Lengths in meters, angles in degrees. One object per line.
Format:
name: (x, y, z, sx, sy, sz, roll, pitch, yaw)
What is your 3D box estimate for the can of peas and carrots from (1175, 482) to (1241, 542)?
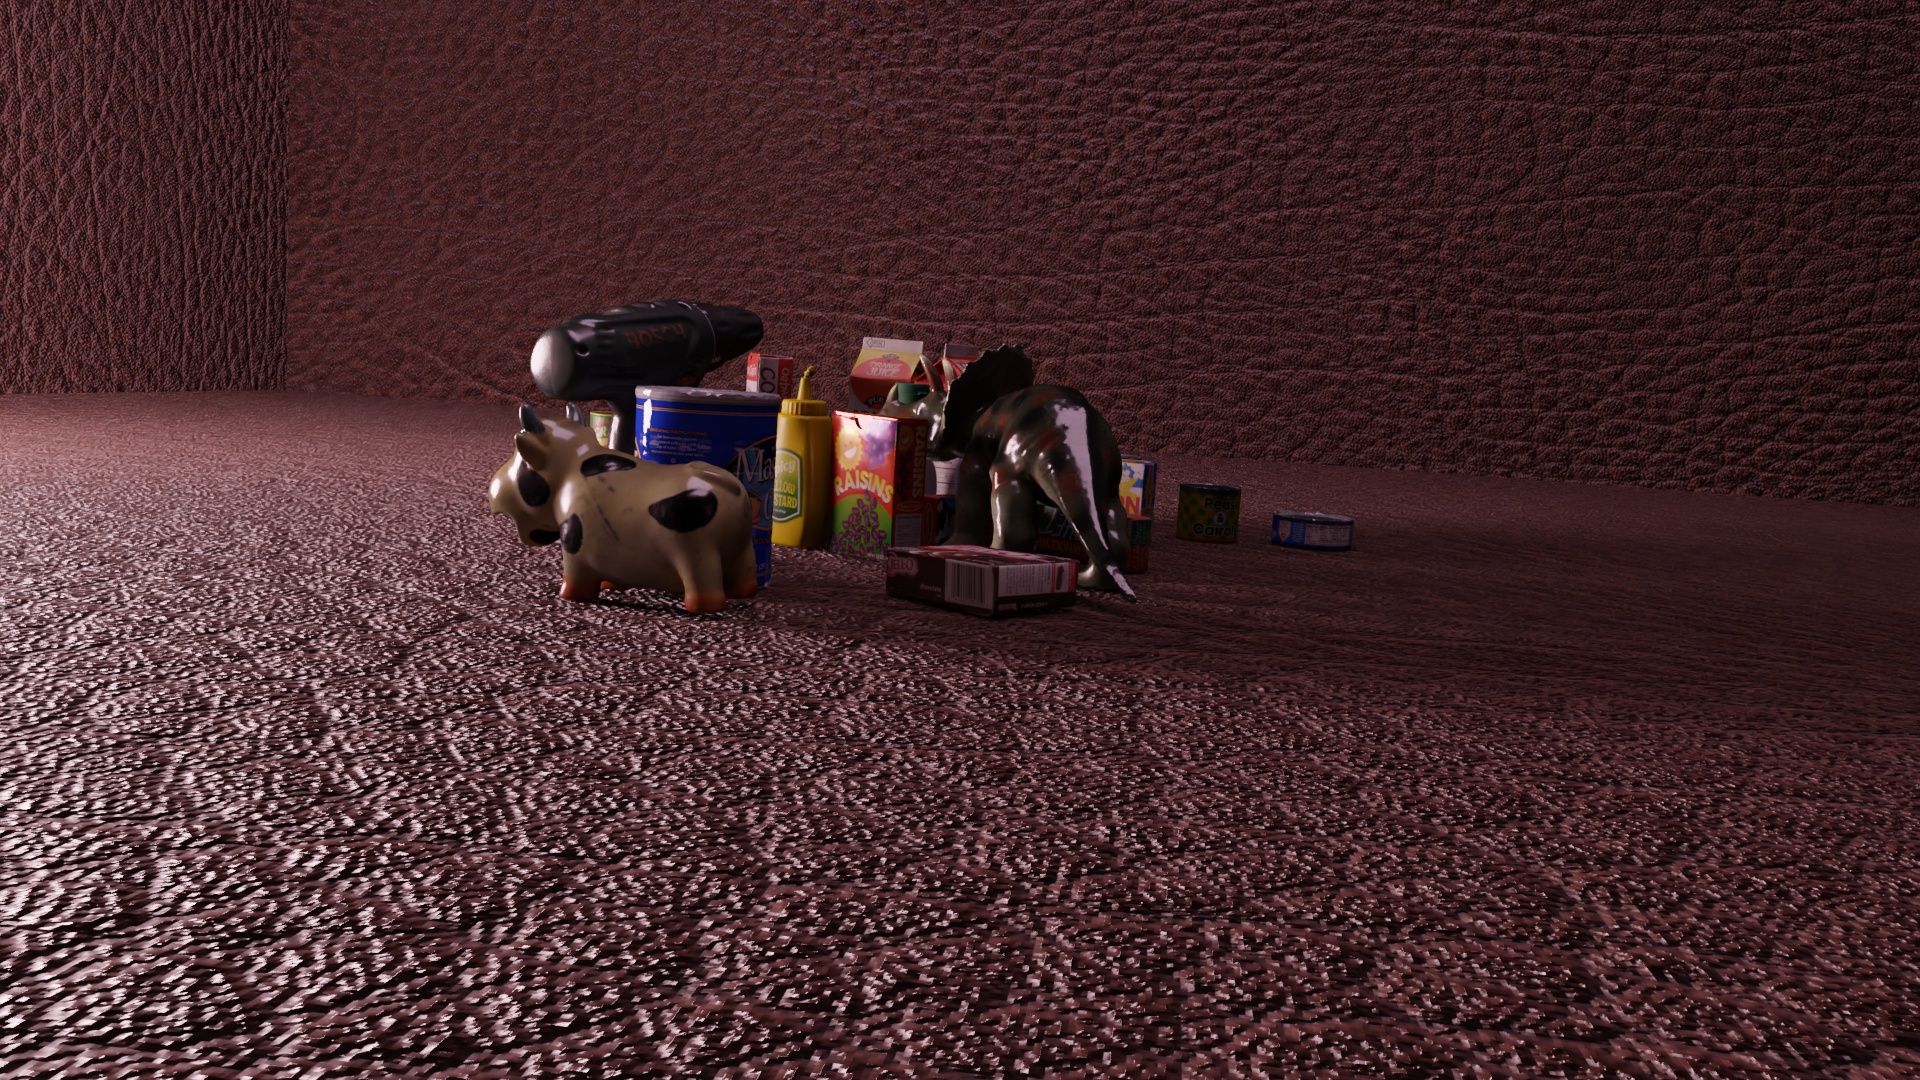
can of peas and carrots: (0.265, -0.030, 1.482, 0.071, 0.058, 0.071, 4, 7, 0)

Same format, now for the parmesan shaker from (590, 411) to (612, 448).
parmesan shaker: (-0.317, -0.069, 1.320, 0.071, 0.103, 0.071, 4, 7, 0)

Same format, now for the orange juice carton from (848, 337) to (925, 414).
orange juice carton: (-0.079, -0.126, 1.531, 0.072, 0.192, 0.073, 6, 7, 17)

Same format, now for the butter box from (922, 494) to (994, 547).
butter box: (0.005, -0.016, 1.266, 0.024, 0.053, 0.104, 10, 9, 41)

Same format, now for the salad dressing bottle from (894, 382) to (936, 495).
salad dressing bottle: (-0.053, -0.088, 1.427, 0.064, 0.147, 0.044, -2, 9, -39)

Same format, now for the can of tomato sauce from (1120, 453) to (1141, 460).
can of tomato sauce: (0.162, -0.052, 1.506, 0.071, 0.083, 0.071, 4, 7, 0)

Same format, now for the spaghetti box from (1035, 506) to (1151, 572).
spaghetti box: (0.083, -0.013, 1.294, 0.029, 0.050, 0.250, -1, 9, -36)

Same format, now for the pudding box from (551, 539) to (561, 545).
pudding box: (-0.324, -0.021, 1.153, 0.084, 0.049, 0.030, 8, 8, 34)

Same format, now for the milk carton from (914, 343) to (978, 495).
milk carton: (-0.005, -0.115, 1.494, 0.073, 0.190, 0.072, 7, 8, 29)

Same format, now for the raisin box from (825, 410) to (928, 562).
raisin box: (-0.073, -0.047, 1.193, 0.086, 0.123, 0.040, 10, 9, 44)

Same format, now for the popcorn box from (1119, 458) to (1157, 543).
popcorn box: (0.132, -0.043, 1.417, 0.127, 0.085, 0.038, 7, 7, 25)

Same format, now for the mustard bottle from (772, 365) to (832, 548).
mustard bottle: (-0.142, -0.074, 1.228, 0.065, 0.160, 0.049, 8, 8, 33)

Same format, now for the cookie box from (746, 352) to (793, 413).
cookie box: (-0.211, -0.118, 1.502, 0.040, 0.167, 0.123, 2, 7, -14)
